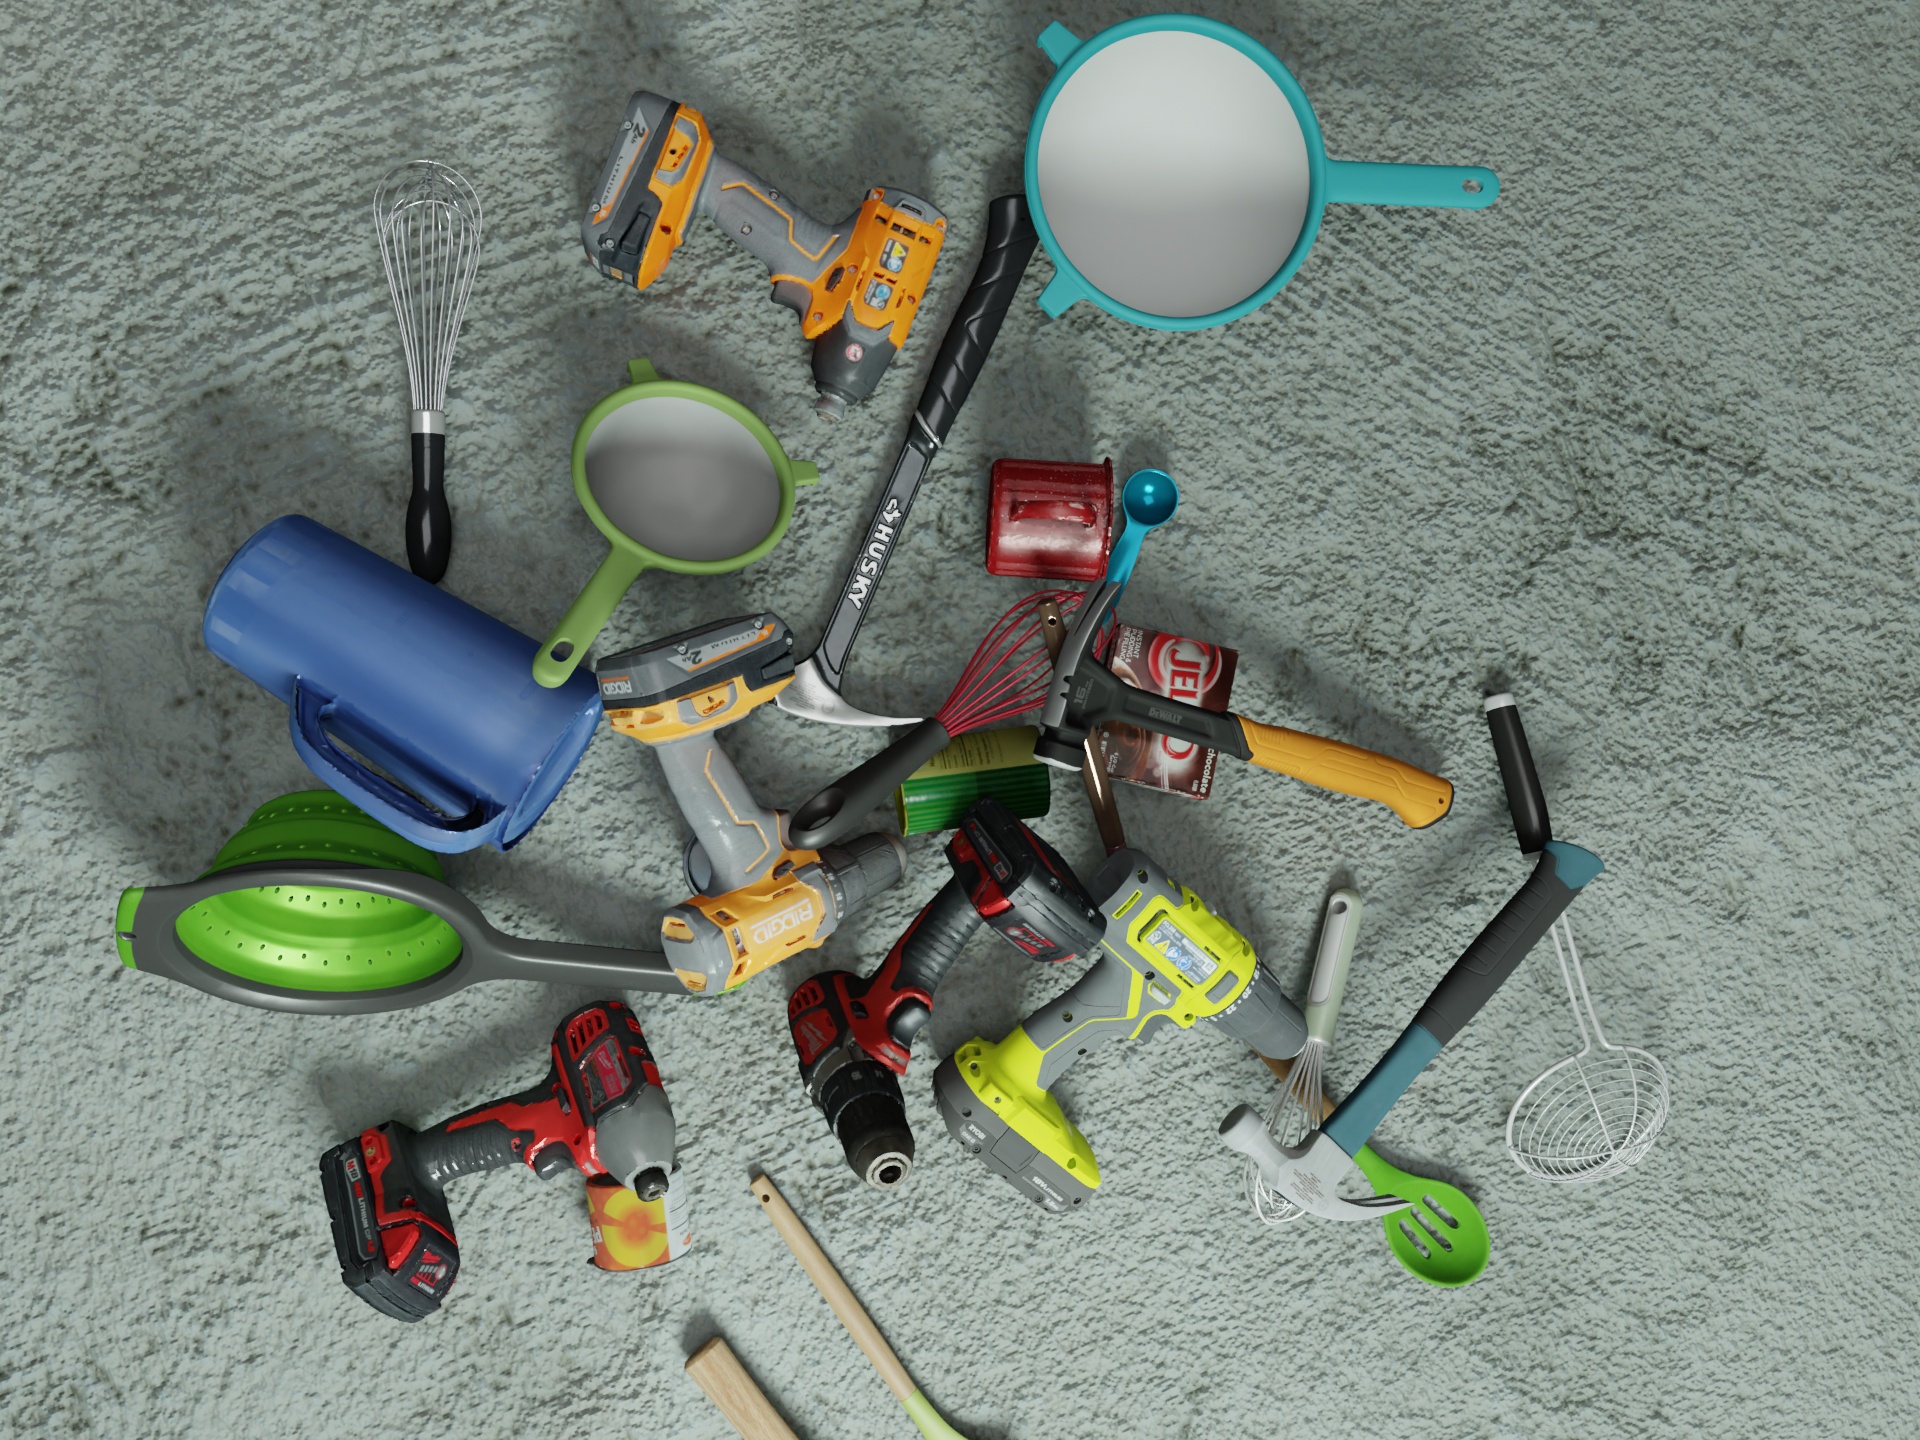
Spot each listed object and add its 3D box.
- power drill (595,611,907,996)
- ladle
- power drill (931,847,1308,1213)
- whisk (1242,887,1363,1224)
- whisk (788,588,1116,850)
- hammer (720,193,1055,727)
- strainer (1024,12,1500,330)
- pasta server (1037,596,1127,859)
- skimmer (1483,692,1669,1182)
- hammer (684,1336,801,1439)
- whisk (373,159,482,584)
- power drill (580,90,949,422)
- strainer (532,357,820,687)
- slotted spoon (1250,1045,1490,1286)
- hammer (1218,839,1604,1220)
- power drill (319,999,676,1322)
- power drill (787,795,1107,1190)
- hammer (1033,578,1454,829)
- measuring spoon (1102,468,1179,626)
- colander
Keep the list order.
[{"bbox_3d":[-0.130,0.045,1.051,0.185,0.084,0.226,-23,102,-38],"label":"power drill"},{"bbox_3d":[-0.053,0.454,1.111,0.078,0.062,0.320,-35,91,2],"label":"ladle"},{"bbox_3d":[0.111,0.224,1.095,0.190,0.080,0.228,42,96,-16],"label":"power drill"},{"bbox_3d":[0.250,0.236,1.134,0.059,0.058,0.246,33,67,-42],"label":"whisk"},{"bbox_3d":[-0.002,-0.003,1.073,0.296,0.073,0.073,-38,95,-26],"label":"whisk"},{"bbox_3d":[-0.026,-0.186,1.125,0.149,0.036,0.409,24,87,-7],"label":"hammer"},{"bbox_3d":[0.204,-0.374,1.125,0.340,0.095,0.211,-1,93,-10],"label":"strainer"},{"bbox_3d":[0.101,0.064,1.098,0.060,0.040,0.316,-17,111,0],"label":"pasta server"},{"bbox_3d":[0.433,0.162,1.184,0.127,0.090,0.363,-11,81,-7],"label":"skimmer"},{"bbox_3d":[-0.077,0.566,1.100,0.130,0.031,0.331,-42,87,26],"label":"hammer"},{"bbox_3d":[-0.362,-0.234,1.076,0.070,0.070,0.284,1,94,-7],"label":"whisk"},{"bbox_3d":[-0.139,-0.313,1.090,0.226,0.084,0.164,21,88,-10],"label":"power drill"},{"bbox_3d":[-0.213,-0.112,1.051,0.151,0.069,0.256,31,58,-7],"label":"strainer"},{"bbox_3d":[0.271,0.289,1.165,0.070,0.031,0.314,-42,93,-5],"label":"slotted spoon"},{"bbox_3d":[0.330,0.206,1.101,0.128,0.033,0.331,45,78,-2],"label":"hammer"},{"bbox_3d":[-0.293,0.292,1.043,0.219,0.078,0.143,-28,51,-6],"label":"power drill"},{"bbox_3d":[-0.014,0.179,1.034,0.226,0.188,0.080,-46,120,6],"label":"power drill"},{"bbox_3d":[0.212,0.009,1.104,0.336,0.034,0.127,17,91,-25],"label":"hammer"},{"bbox_3d":[0.118,-0.122,1.155,0.042,0.021,0.128,24,96,-9],"label":"measuring spoon"},{"bbox_3d":[-0.333,0.121,1.057,0.397,0.204,0.095,10,54,-22],"label":"colander"}]
